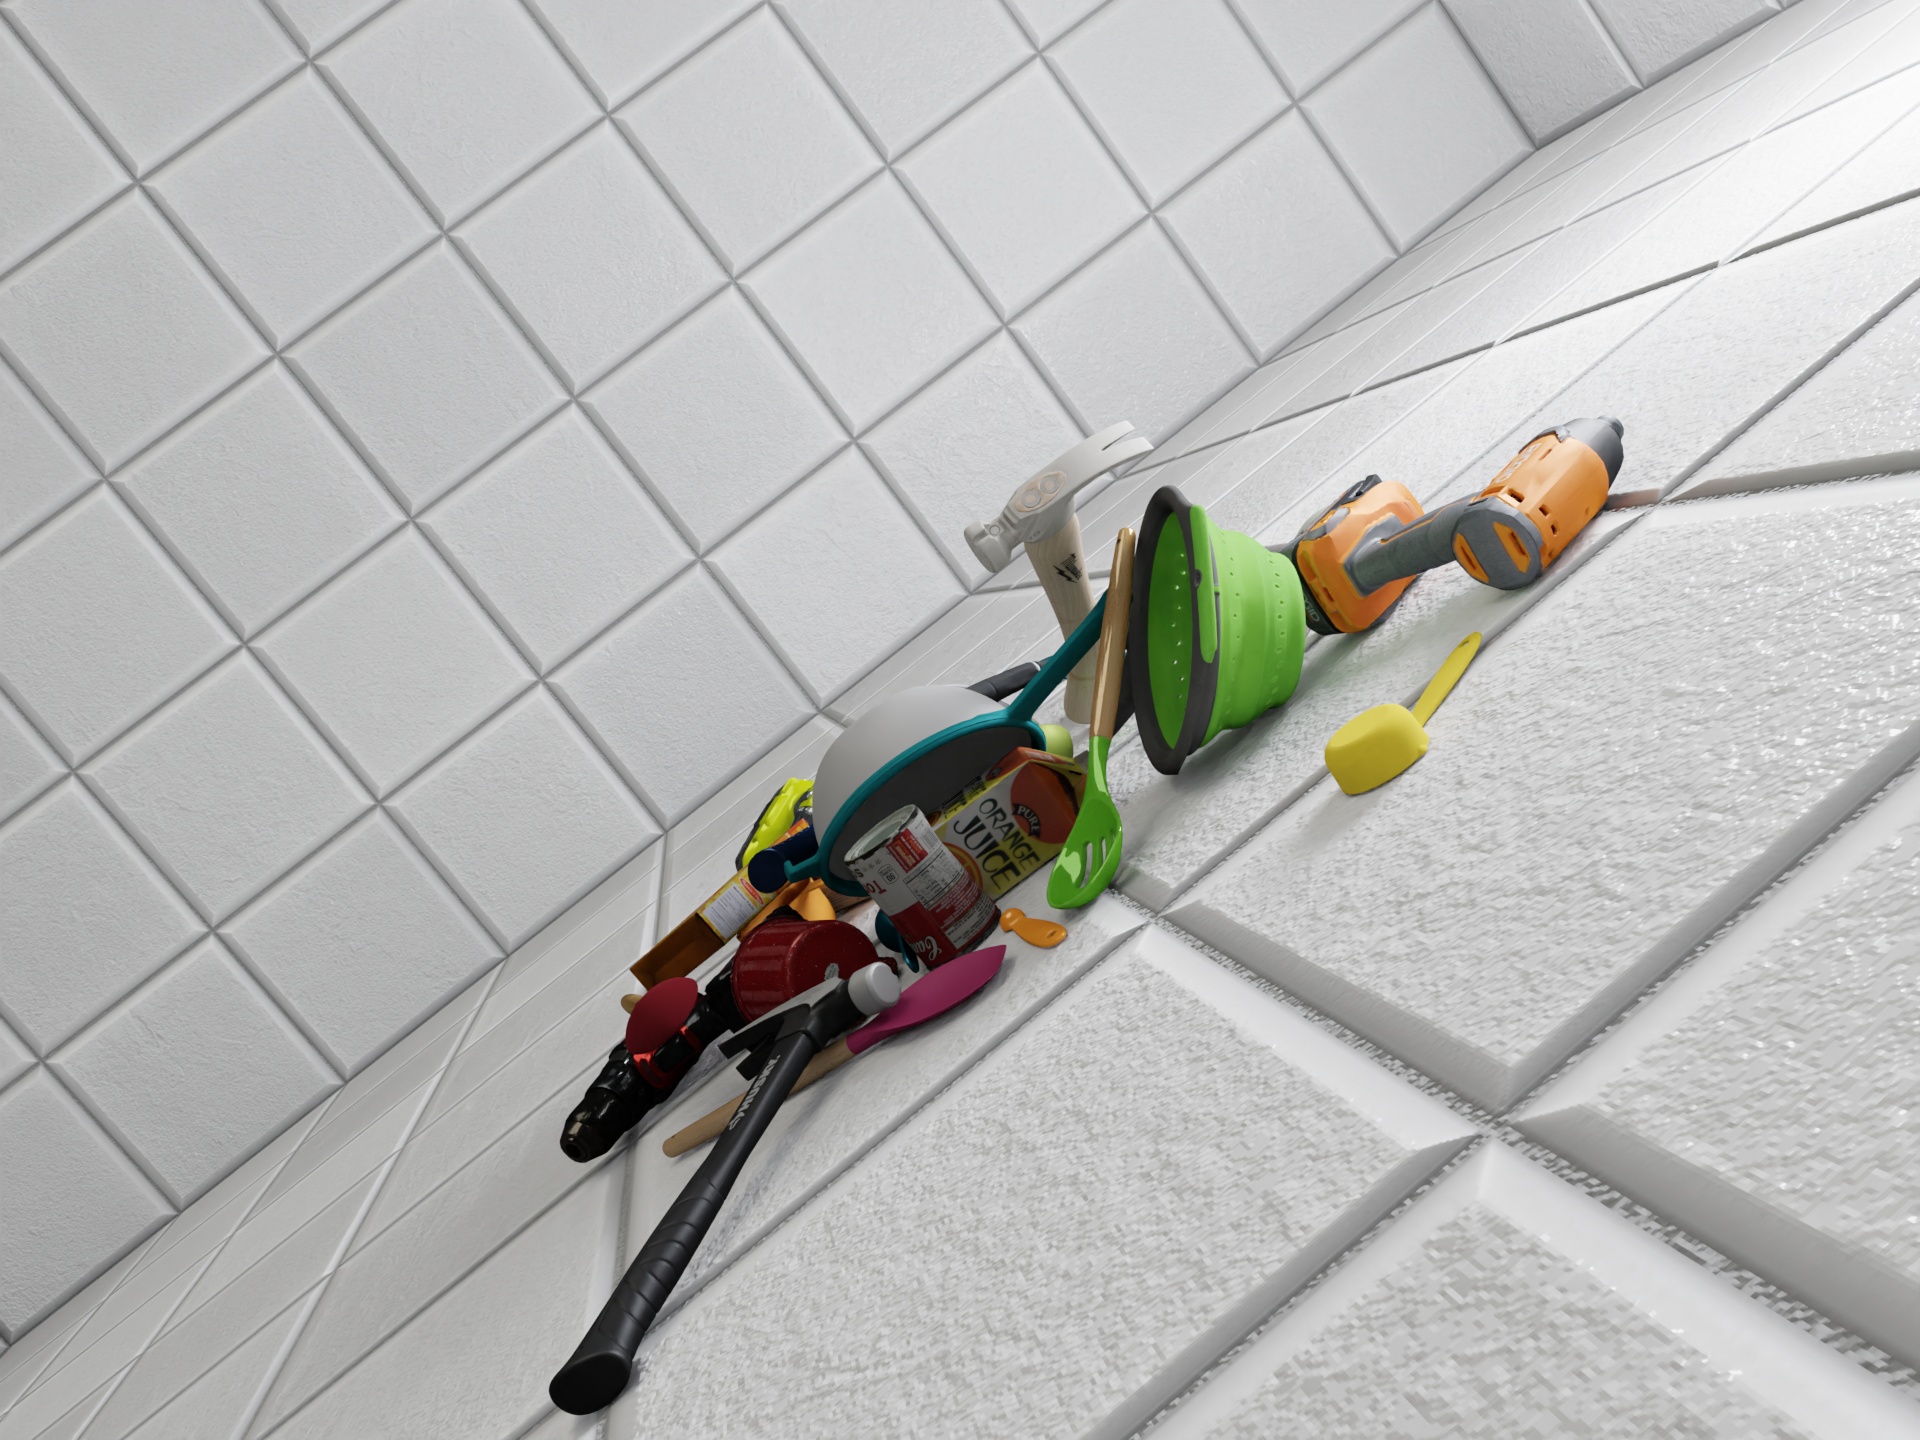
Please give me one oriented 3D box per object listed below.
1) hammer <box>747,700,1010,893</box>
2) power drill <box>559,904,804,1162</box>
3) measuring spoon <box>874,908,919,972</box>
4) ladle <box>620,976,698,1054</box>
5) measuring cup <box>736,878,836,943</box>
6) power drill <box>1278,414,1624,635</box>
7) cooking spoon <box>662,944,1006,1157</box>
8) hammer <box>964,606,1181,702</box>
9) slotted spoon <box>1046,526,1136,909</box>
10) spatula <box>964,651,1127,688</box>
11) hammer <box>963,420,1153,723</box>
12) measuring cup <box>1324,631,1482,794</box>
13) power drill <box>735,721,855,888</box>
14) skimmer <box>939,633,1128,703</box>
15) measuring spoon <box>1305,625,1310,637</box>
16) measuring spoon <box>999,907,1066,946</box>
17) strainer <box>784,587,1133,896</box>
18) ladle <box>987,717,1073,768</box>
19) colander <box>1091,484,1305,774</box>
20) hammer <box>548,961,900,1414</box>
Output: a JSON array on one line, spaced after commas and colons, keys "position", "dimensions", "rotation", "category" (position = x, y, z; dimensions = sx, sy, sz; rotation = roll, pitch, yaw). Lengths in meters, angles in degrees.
[{"position": [-0.077, 0.075, 1.445], "dimensions": [0.144, 0.035, 0.405], "rotation": [-36, -2, 28], "category": "hammer"}, {"position": [-0.215, 0.259, 1.279], "dimensions": [0.226, 0.080, 0.188], "rotation": [-35, 8, 35], "category": "power drill"}, {"position": [-0.048, 0.169, 1.175], "dimensions": [0.021, 0.042, 0.129], "rotation": [-36, 10, -1], "category": "measuring spoon"}, {"position": [-0.255, 0.230, 1.278], "dimensions": [0.069, 0.031, 0.315], "rotation": [-48, 7, -17], "category": "ladle"}, {"position": [-0.126, 0.173, 1.443], "dimensions": [0.173, 0.052, 0.095], "rotation": [-30, 11, 32], "category": "measuring cup"}, {"position": [0.344, -0.140, 1.100], "dimensions": [0.164, 0.084, 0.226], "rotation": [-41, 13, -28], "category": "power drill"}, {"position": [-0.092, 0.233, 1.091], "dimensions": [0.319, 0.017, 0.069], "rotation": [-33, 12, 25], "category": "cooking spoon"}, {"position": [0.085, -0.052, 1.500], "dimensions": [0.409, 0.036, 0.149], "rotation": [-25, 5, -3], "category": "hammer"}, {"position": [0.102, -0.008, 1.107], "dimensions": [0.070, 0.031, 0.314], "rotation": [-33, 39, 49], "category": "slotted spoon"}, {"position": [0.037, -0.023, 1.629], "dimensions": [0.317, 0.044, 0.082], "rotation": [-18, 21, 34], "category": "spatula"}, {"position": [0.102, -0.094, 1.298], "dimensions": [0.146, 0.038, 0.410], "rotation": [-36, -23, -4], "category": "hammer"}, {"position": [0.261, -0.015, 0.923], "dimensions": [0.156, 0.029, 0.062], "rotation": [-45, 11, -34], "category": "measuring cup"}, {"position": [-0.159, 0.113, 1.666], "dimensions": [0.191, 0.080, 0.228], "rotation": [-60, 11, -27], "category": "power drill"}, {"position": [0.094, -0.068, 1.681], "dimensions": [0.363, 0.090, 0.127], "rotation": [-33, 22, 24], "category": "skimmer"}, {"position": [0.260, -0.054, 1.214], "dimensions": [0.124, 0.018, 0.034], "rotation": [-50, 13, -28], "category": "measuring spoon"}, {"position": [0.047, 0.136, 1.058], "dimensions": [0.021, 0.011, 0.117], "rotation": [-39, 9, -12], "category": "measuring spoon"}, {"position": [-0.002, -0.004, 1.256], "dimensions": [0.340, 0.095, 0.210], "rotation": [-48, -29, 20], "category": "strainer"}, {"position": [0.064, 0.016, 1.487], "dimensions": [0.078, 0.062, 0.320], "rotation": [-29, 7, 5], "category": "ladle"}, {"position": [0.177, -0.043, 1.208], "dimensions": [0.094, 0.205, 0.397], "rotation": [-1, -15, -6], "category": "colander"}, {"position": [-0.152, 0.278, 0.975], "dimensions": [0.146, 0.035, 0.335], "rotation": [-29, 15, 33], "category": "hammer"}]
